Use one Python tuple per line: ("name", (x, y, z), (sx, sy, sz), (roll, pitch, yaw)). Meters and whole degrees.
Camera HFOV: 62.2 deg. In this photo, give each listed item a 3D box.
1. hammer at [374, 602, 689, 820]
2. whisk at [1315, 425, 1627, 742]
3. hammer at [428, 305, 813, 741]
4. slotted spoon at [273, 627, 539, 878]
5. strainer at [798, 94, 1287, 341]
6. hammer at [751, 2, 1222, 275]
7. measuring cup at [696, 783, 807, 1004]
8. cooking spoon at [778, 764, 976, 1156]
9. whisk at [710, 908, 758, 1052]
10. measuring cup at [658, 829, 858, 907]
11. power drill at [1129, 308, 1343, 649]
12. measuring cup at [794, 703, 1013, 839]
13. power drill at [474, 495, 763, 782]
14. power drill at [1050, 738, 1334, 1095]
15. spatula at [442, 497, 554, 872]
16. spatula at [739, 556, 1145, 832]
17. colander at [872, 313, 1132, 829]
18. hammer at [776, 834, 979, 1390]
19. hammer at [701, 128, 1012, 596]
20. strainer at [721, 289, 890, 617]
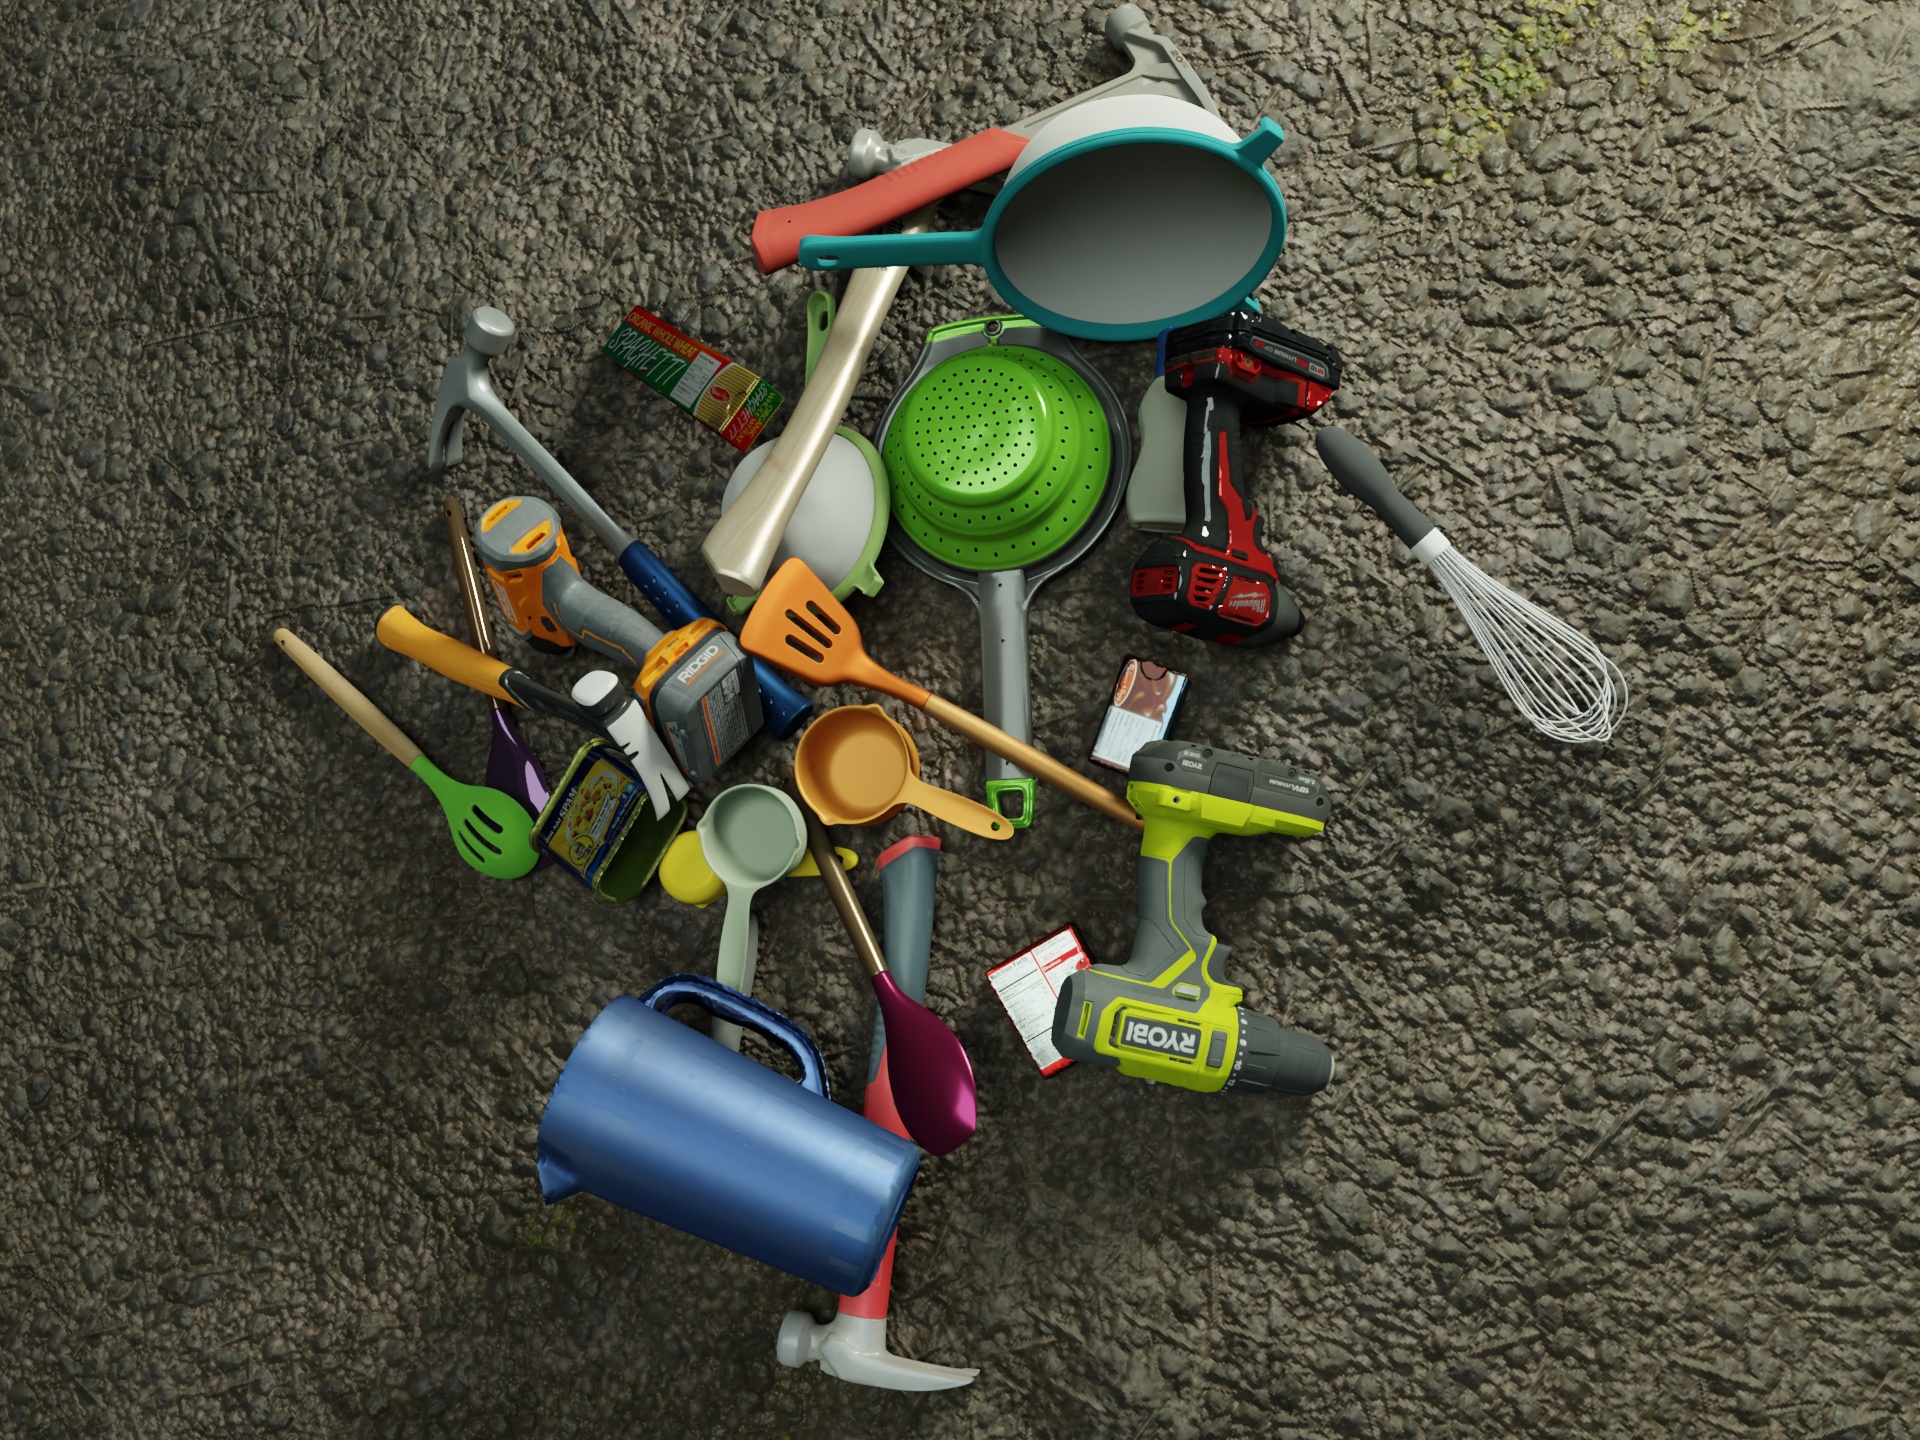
("hammer", (-0.340, -0.024, 1.202), (0.337, 0.127, 0.034), (21, 58, 38))
("whisk", (0.342, -0.095, 1.083), (0.070, 0.070, 0.284), (-42, 84, 4))
("hammer", (-0.268, -0.135, 1.241), (0.405, 0.035, 0.144), (45, 125, 9))
("slotted spoon", (-0.454, 0.020, 1.281), (0.314, 0.031, 0.070), (38, 109, 19))
("strainer", (0.056, -0.366, 1.126), (0.340, 0.210, 0.095), (-1, 66, 5))
("hammer", (0.014, -0.411, 1.187), (0.359, 0.036, 0.149), (-26, 72, -7))
("measuring cup", (-0.156, 0.129, 1.174), (0.083, 0.038, 0.167), (9, 92, 14))
("cooking spoon", (-0.068, 0.162, 1.141), (0.068, 0.017, 0.319), (-40, 60, 22))
("whisk", (-0.178, 0.258, 1.181), (0.055, 0.055, 0.239), (5, 78, 14))
("measuring cup", (-0.155, 0.108, 1.201), (0.156, 0.029, 0.062), (-5, 81, 14))
("power drill", (0.196, -0.160, 1.112), (0.078, 0.143, 0.220), (0, 80, 55))
("measuring cup", (-0.036, 0.051, 1.172), (0.174, 0.052, 0.095), (23, 88, 13))
("power drill", (-0.254, -0.054, 1.180), (0.227, 0.164, 0.084), (35, 65, 18))
("power drill", (0.177, 0.140, 1.087), (0.190, 0.080, 0.228), (13, 85, -5))
("spatula", (-0.379, -0.032, 1.279), (0.060, 0.018, 0.316), (-19, 79, 15))
("spatula", (-0.002, -0.004, 1.126), (0.322, 0.041, 0.081), (29, 68, 0))
("colander", (0.023, -0.121, 1.159), (0.204, 0.094, 0.397), (-4, 81, 12))
("hammer", (-0.037, 0.277, 1.146), (0.143, 0.038, 0.386), (6, 83, 12))
("hammer", (-0.077, -0.267, 1.169), (0.146, 0.038, 0.411), (16, 68, 12))
("strainer", (-0.127, -0.208, 1.195), (0.151, 0.069, 0.256), (-4, 80, 37))
